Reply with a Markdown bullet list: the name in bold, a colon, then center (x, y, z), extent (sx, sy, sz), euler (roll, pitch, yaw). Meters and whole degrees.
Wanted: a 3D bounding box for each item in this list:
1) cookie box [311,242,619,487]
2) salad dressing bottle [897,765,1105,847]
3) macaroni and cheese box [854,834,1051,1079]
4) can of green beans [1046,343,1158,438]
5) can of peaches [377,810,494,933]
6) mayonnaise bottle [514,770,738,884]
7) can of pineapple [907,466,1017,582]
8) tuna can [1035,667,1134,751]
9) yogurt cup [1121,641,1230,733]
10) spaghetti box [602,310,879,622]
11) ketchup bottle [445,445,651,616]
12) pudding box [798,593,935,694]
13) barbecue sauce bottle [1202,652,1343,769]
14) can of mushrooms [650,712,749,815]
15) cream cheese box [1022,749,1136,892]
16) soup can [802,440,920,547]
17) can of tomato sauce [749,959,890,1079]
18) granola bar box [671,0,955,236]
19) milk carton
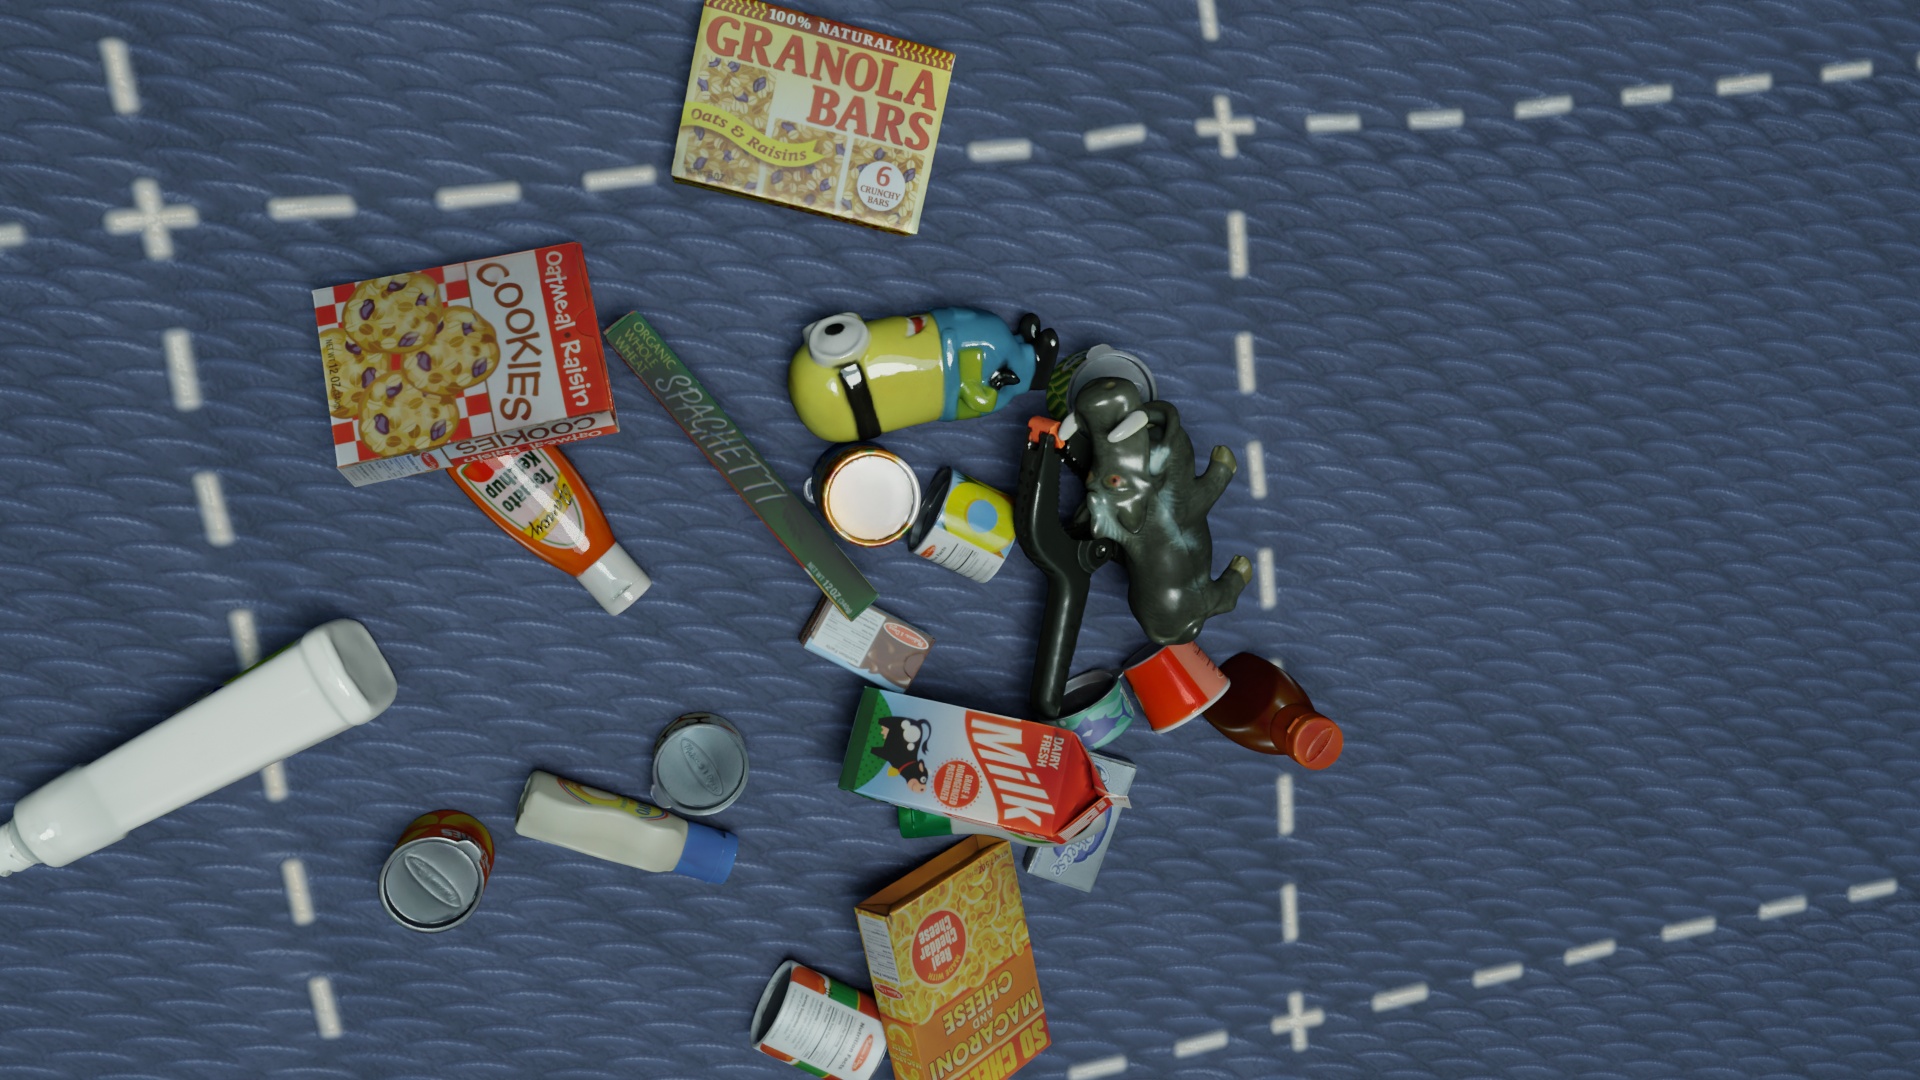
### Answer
- **cookie box**: center (-0.311, -0.113, 0.880), extent (0.168, 0.040, 0.123), euler (-13, 74, -9)
- **salad dressing bottle**: center (0.030, 0.191, 1.002), extent (0.148, 0.044, 0.064), euler (-6, 90, 4)
- **macaroni and cheese box**: center (-0.002, 0.314, 1.001), extent (0.124, 0.040, 0.166), euler (-21, 104, -41)
- **can of green beans**: center (0.099, -0.102, 0.982), extent (0.071, 0.058, 0.071), euler (-2, 99, -11)
- **can of peaches**: center (-0.349, 0.220, 0.935), extent (0.071, 0.058, 0.071), euler (-2, 98, -11)
- **mayonnaise bottle**: center (-0.228, 0.200, 0.956), extent (0.148, 0.065, 0.041), euler (21, 90, -18)
- **can of pineapple**: center (0.003, -0.012, 0.971), extent (0.058, 0.071, 0.071), euler (25, 93, -14)
- **tuna can**: center (0.093, 0.123, 1.008), extent (0.071, 0.071, 0.032), euler (-29, 104, -6)
- **yogurt cup**: center (0.155, 0.101, 1.019), extent (0.072, 0.072, 0.054), euler (-35, 91, -5)
- **spaghetti box**: center (-0.145, -0.049, 0.927), extent (0.029, 0.050, 0.250), euler (-41, 95, -5)
- **ketchup bottle**: center (-0.269, -0.015, 0.926), extent (0.065, 0.043, 0.148), euler (-42, 104, -6)
- **pudding box**: center (-0.067, 0.070, 0.986), extent (0.083, 0.030, 0.049), euler (28, 90, -14)
- **barbecue sauce bottle**: center (0.223, 0.125, 0.992), extent (0.043, 0.148, 0.065), euler (37, 89, -14)
- **can of mushrooms**: center (-0.184, 0.157, 0.972), extent (0.071, 0.033, 0.071), euler (-2, 99, -12)
- **cream cheese box**: center (0.089, 0.207, 1.040), extent (0.053, 0.024, 0.103), euler (19, 94, -14)
- **soup can**: center (-0.068, -0.033, 0.944), extent (0.071, 0.084, 0.071), euler (-2, 99, -11)
- **can of tomato sauce**: center (-0.101, 0.349, 1.001), extent (0.083, 0.071, 0.071), euler (29, 92, -14)
- **granola bar box**: center (-0.098, -0.282, 0.926), extent (0.166, 0.039, 0.124), euler (11, 96, -13)
- **milk carton**: center (0.022, 0.158, 0.949), extent (0.191, 0.072, 0.073), euler (11, 76, 12)
